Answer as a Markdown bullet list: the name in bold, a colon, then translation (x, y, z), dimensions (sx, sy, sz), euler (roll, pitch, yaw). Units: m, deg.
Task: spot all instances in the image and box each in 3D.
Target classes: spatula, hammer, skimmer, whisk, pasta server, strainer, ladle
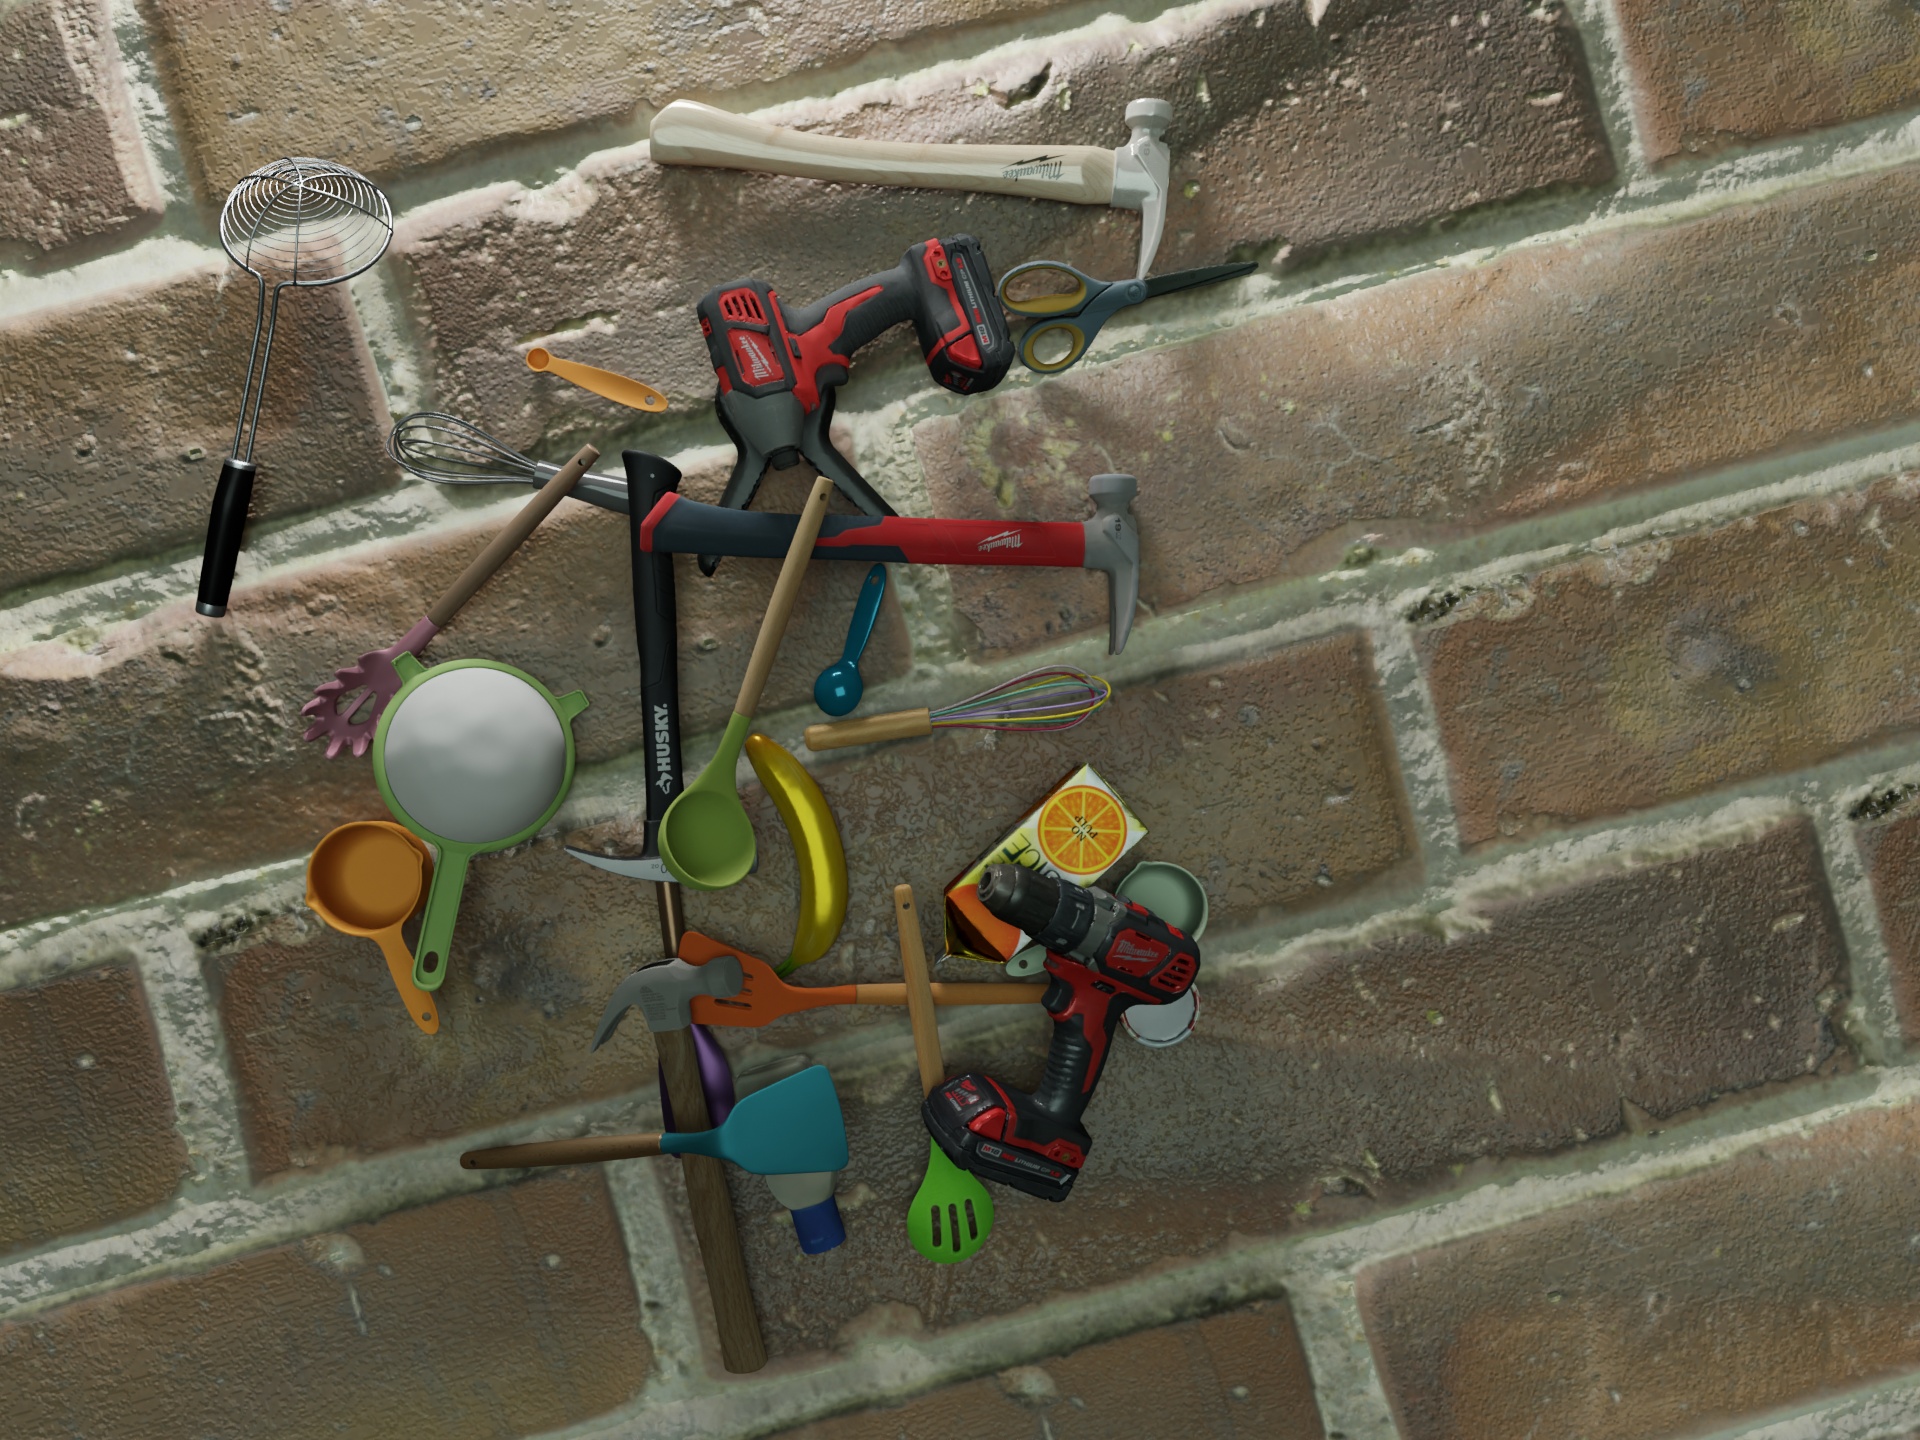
- **spatula**: translation (-0.222, 0.189, 1.258), dimensions (0.060, 0.018, 0.316), euler (-7, 91, 4)
- **spatula**: translation (-0.242, 0.321, 1.211), dimensions (0.317, 0.044, 0.082), euler (-10, 98, 19)
- **hammer**: translation (-0.202, 0.348, 1.235), dimensions (0.130, 0.031, 0.331), euler (-9, 96, 19)
- **hammer**: translation (-0.050, -0.124, 1.228), dimensions (0.386, 0.038, 0.143), euler (0, 90, -12)
- **skimmer**: translation (-0.540, -0.260, 1.248), dimensions (0.127, 0.090, 0.363), euler (15, 99, -2)
- **whisk**: translation (-0.002, -0.005, 1.261), dimensions (0.245, 0.051, 0.047), euler (-9, 64, 2)
- **whisk**: translation (-0.330, -0.194, 1.249), dimensions (0.239, 0.055, 0.055), euler (14, 89, -7)
- **pasta server**: translation (-0.390, -0.094, 1.228), dimensions (0.316, 0.040, 0.060), euler (-45, 107, 6)
- **spatula**: translation (-0.059, 0.210, 1.248), dimensions (0.322, 0.041, 0.081), euler (2, 111, -11)
- **hammer**: translation (-0.239, -0.041, 1.227), dimensions (0.146, 0.035, 0.335), euler (-3, 91, -16)
- **strainer**: translation (-0.371, 0.076, 1.192), dimensions (0.151, 0.069, 0.256), euler (14, 78, -23)
- **hammer**: translation (-0.040, -0.432, 1.263), dimensions (0.410, 0.038, 0.146), euler (4, 91, -1)
- **ladle**: translation (-0.148, -0.026, 1.180), dimensions (0.078, 0.062, 0.320), euler (17, 95, -33)

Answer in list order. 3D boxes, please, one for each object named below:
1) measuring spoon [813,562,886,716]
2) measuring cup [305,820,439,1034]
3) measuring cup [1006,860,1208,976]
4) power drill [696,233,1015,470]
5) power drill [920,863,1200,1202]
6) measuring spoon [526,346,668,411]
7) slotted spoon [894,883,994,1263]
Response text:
- **measuring spoon**: translation (-0.086, -0.066, 1.258), dimensions (0.042, 0.021, 0.128), euler (15, 84, 28)
- **measuring cup**: translation (-0.438, 0.160, 1.236), dimensions (0.095, 0.052, 0.173), euler (-23, 92, -2)
- **measuring cup**: translation (0.114, 0.166, 1.261), dimensions (0.167, 0.038, 0.083), euler (-21, 90, 0)
- **power drill**: translation (-0.078, -0.282, 1.216), dimensions (0.219, 0.078, 0.143), euler (-18, 89, -14)
- **power drill**: translation (0.056, 0.224, 1.183), dimensions (0.187, 0.080, 0.226), euler (27, 93, -24)
- **measuring spoon**: translation (-0.289, -0.270, 1.267), dimensions (0.117, 0.011, 0.021), euler (19, 89, -5)
- **slotted spoon**: translation (-0.023, 0.279, 1.232), dimensions (0.070, 0.031, 0.313), euler (-10, 99, -10)
